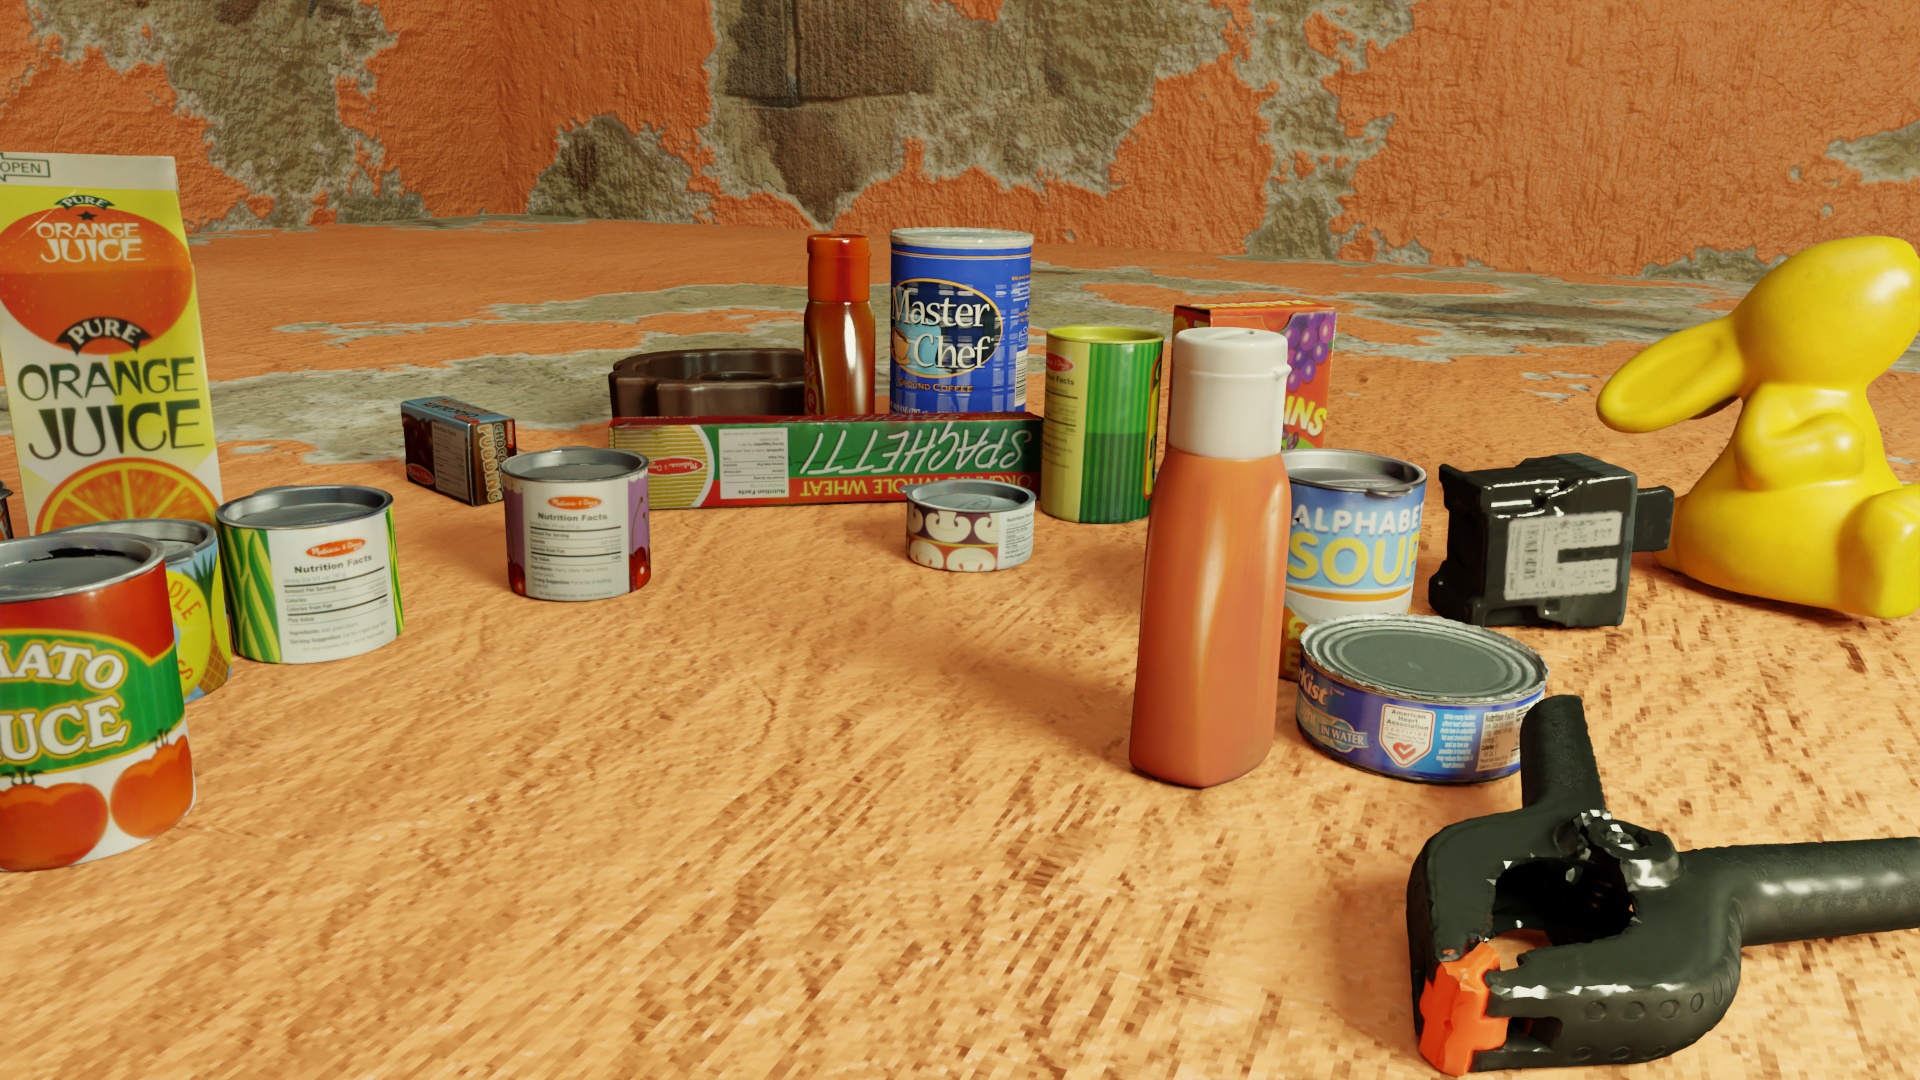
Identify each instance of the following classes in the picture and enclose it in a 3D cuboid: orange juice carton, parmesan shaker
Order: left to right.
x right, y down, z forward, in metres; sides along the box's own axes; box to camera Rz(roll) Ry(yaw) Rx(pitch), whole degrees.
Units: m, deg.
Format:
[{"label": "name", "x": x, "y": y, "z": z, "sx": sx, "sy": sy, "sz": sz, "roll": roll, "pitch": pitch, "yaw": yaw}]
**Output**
[{"label": "orange juice carton", "x": -0.360, "y": -0.065, "z": 0.588, "sx": 0.072, "sy": 0.192, "sz": 0.073, "roll": -9, "pitch": 19, "yaw": -31}, {"label": "parmesan shaker", "x": 0.079, "y": -0.068, "z": 0.791, "sx": 0.071, "sy": 0.102, "sz": 0.071, "roll": 1, "pitch": 16, "yaw": 0}]

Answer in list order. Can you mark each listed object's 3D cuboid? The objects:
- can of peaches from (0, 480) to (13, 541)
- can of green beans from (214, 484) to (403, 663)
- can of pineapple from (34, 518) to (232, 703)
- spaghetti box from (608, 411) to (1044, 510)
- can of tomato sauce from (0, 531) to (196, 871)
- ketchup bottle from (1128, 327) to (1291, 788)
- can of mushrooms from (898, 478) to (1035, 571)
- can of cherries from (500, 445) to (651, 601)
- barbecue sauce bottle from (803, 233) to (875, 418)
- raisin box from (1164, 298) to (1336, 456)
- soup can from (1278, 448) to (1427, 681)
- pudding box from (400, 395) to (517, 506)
[{"label": "can of peaches", "x": -0.424, "y": 0.009, "z": 0.570, "sx": 0.071, "sy": 0.058, "sz": 0.071, "roll": 1, "pitch": 16, "yaw": 0}, {"label": "can of green beans", "x": -0.266, "y": 0.013, "z": 0.571, "sx": 0.071, "sy": 0.057, "sz": 0.071, "roll": 1, "pitch": 16, "yaw": 0}, {"label": "can of pineapple", "x": -0.309, "y": 0.028, "z": 0.515, "sx": 0.071, "sy": 0.057, "sz": 0.071, "roll": 1, "pitch": 16, "yaw": 0}, {"label": "spaghetti box", "x": -0.073, "y": -0.047, "z": 0.802, "sx": 0.250, "sy": 0.050, "sz": 0.029, "roll": -2, "pitch": 16, "yaw": -11}, {"label": "can of tomato sauce", "x": -0.268, "y": 0.046, "z": 0.411, "sx": 0.071, "sy": 0.082, "sz": 0.071, "roll": 1, "pitch": 16, "yaw": 0}, {"label": "ketchup bottle", "x": 0.087, "y": 0.005, "z": 0.468, "sx": 0.043, "sy": 0.148, "sz": 0.065, "roll": 12, "pitch": 19, "yaw": 33}, {"label": "can of mushrooms", "x": 0.003, "y": -0.009, "z": 0.709, "sx": 0.071, "sy": 0.033, "sz": 0.071, "roll": 1, "pitch": 16, "yaw": 0}, {"label": "can of cherries", "x": -0.178, "y": -0.009, "z": 0.651, "sx": 0.071, "sy": 0.058, "sz": 0.072, "roll": 1, "pitch": 16, "yaw": 0}, {"label": "barbecue sauce bottle", "x": -0.073, "y": -0.108, "z": 0.836, "sx": 0.044, "sy": 0.148, "sz": 0.065, "roll": -3, "pitch": 16, "yaw": -14}, {"label": "raisin box", "x": 0.158, "y": -0.070, "z": 0.769, "sx": 0.086, "sy": 0.123, "sz": 0.040, "roll": -6, "pitch": 18, "yaw": -25}, {"label": "soup can", "x": 0.153, "y": 0.011, "z": 0.567, "sx": 0.071, "sy": 0.083, "sz": 0.071, "roll": 1, "pitch": 16, "yaw": 0}, {"label": "pudding box", "x": -0.291, "y": -0.053, "z": 0.805, "sx": 0.084, "sy": 0.049, "sz": 0.030, "roll": 16, "pitch": 22, "yaw": 41}]
